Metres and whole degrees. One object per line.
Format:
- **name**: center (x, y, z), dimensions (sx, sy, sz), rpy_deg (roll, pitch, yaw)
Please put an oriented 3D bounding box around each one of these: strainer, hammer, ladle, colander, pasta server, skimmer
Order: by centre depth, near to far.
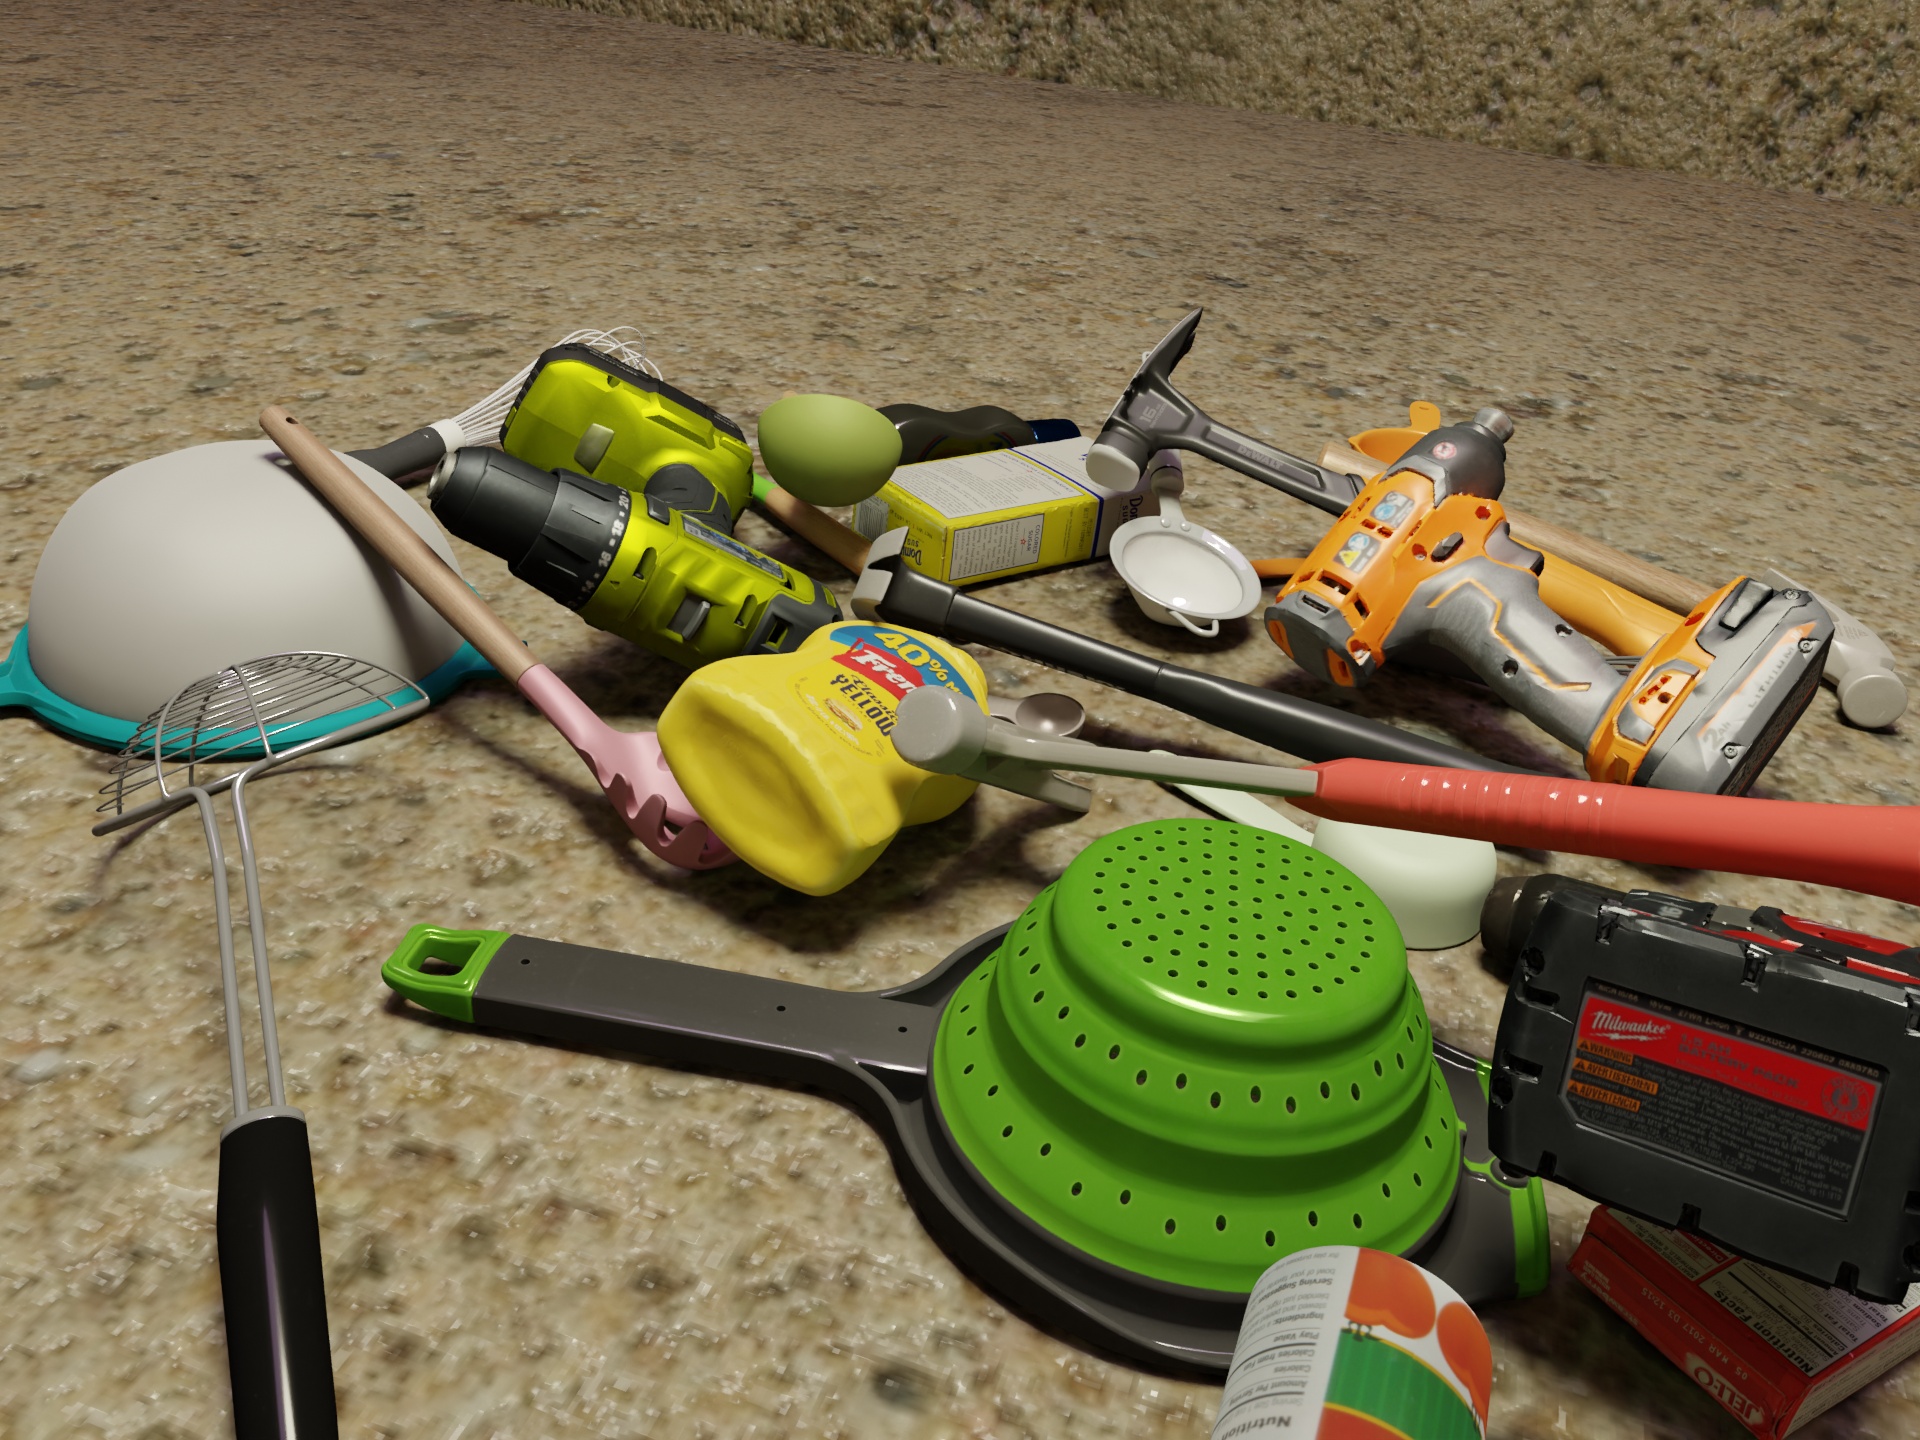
- **skimmer**: center (-0.219, 0.098, 0.521), dimensions (0.127, 0.090, 0.364), rpy_deg (-22, 47, -8)
- **colander**: center (0.000, 0.084, 0.524), dimensions (0.397, 0.094, 0.205), rpy_deg (9, 30, 5)
- **hammer**: center (0.158, 0.028, 0.553), dimensions (0.359, 0.037, 0.149), rpy_deg (6, -6, 33)
- **pasta server**: center (-0.196, -0.042, 0.673), dimensions (0.316, 0.040, 0.060), rpy_deg (42, 27, 16)
- **strainer**: center (-0.379, -0.059, 0.702), dimensions (0.340, 0.095, 0.211), rpy_deg (-17, 37, -36)
- **hammer**: center (0.106, -0.014, 0.725), dimensions (0.335, 0.035, 0.146), rpy_deg (19, -5, 10)
- **hammer**: center (0.243, -0.112, 0.865), dimensions (0.337, 0.034, 0.127), rpy_deg (27, 60, 10)
- **hammer**: center (0.360, -0.091, 0.908), dimensions (0.331, 0.031, 0.130), rpy_deg (22, 29, 8)
- **strainer**: center (0.120, -0.128, 0.909), dimensions (0.087, 0.050, 0.259), rpy_deg (10, 49, -12)
- **ladle**: center (-0.091, -0.184, 0.963), dimensions (0.078, 0.062, 0.320), rpy_deg (12, 16, -14)

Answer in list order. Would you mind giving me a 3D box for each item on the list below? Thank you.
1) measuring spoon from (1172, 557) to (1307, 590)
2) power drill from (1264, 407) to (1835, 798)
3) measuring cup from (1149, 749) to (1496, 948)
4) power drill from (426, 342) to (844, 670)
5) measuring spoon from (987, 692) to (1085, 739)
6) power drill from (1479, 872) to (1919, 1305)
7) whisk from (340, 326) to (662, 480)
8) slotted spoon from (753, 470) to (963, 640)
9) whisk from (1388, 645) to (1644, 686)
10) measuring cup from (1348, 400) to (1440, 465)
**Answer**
- **measuring spoon**: center (0.171, -0.084, 0.934), dimensions (0.117, 0.011, 0.021), rpy_deg (-8, 33, -29)
- **power drill**: center (0.281, -0.055, 0.755), dimensions (0.227, 0.084, 0.164), rpy_deg (34, 79, 31)
- **measuring cup**: center (0.151, 0.038, 0.685), dimensions (0.168, 0.038, 0.083), rpy_deg (30, 38, 32)
- **power drill**: center (-0.166, -0.107, 0.784), dimensions (0.190, 0.080, 0.229), rpy_deg (25, 19, -28)
- **measuring spoon**: center (-0.001, -0.002, 0.759), dimensions (0.124, 0.018, 0.034), rpy_deg (7, 38, 16)
- **power drill**: center (0.240, 0.094, 0.516), dimensions (0.188, 0.080, 0.226), rpy_deg (16, 7, 34)
- **whisk**: center (-0.293, -0.183, 0.976), dimensions (0.070, 0.070, 0.284), rpy_deg (23, 38, 26)
- **slotted spoon**: center (-0.095, -0.119, 0.926), dimensions (0.070, 0.031, 0.314), rpy_deg (-19, 40, -36)
- **whisk**: center (0.288, -0.028, 0.820), dimensions (0.239, 0.055, 0.055), rpy_deg (19, 32, 28)
- **measuring cup**: center (0.302, -0.167, 1.057), dimensions (0.095, 0.052, 0.174), rpy_deg (12, 29, 11)
